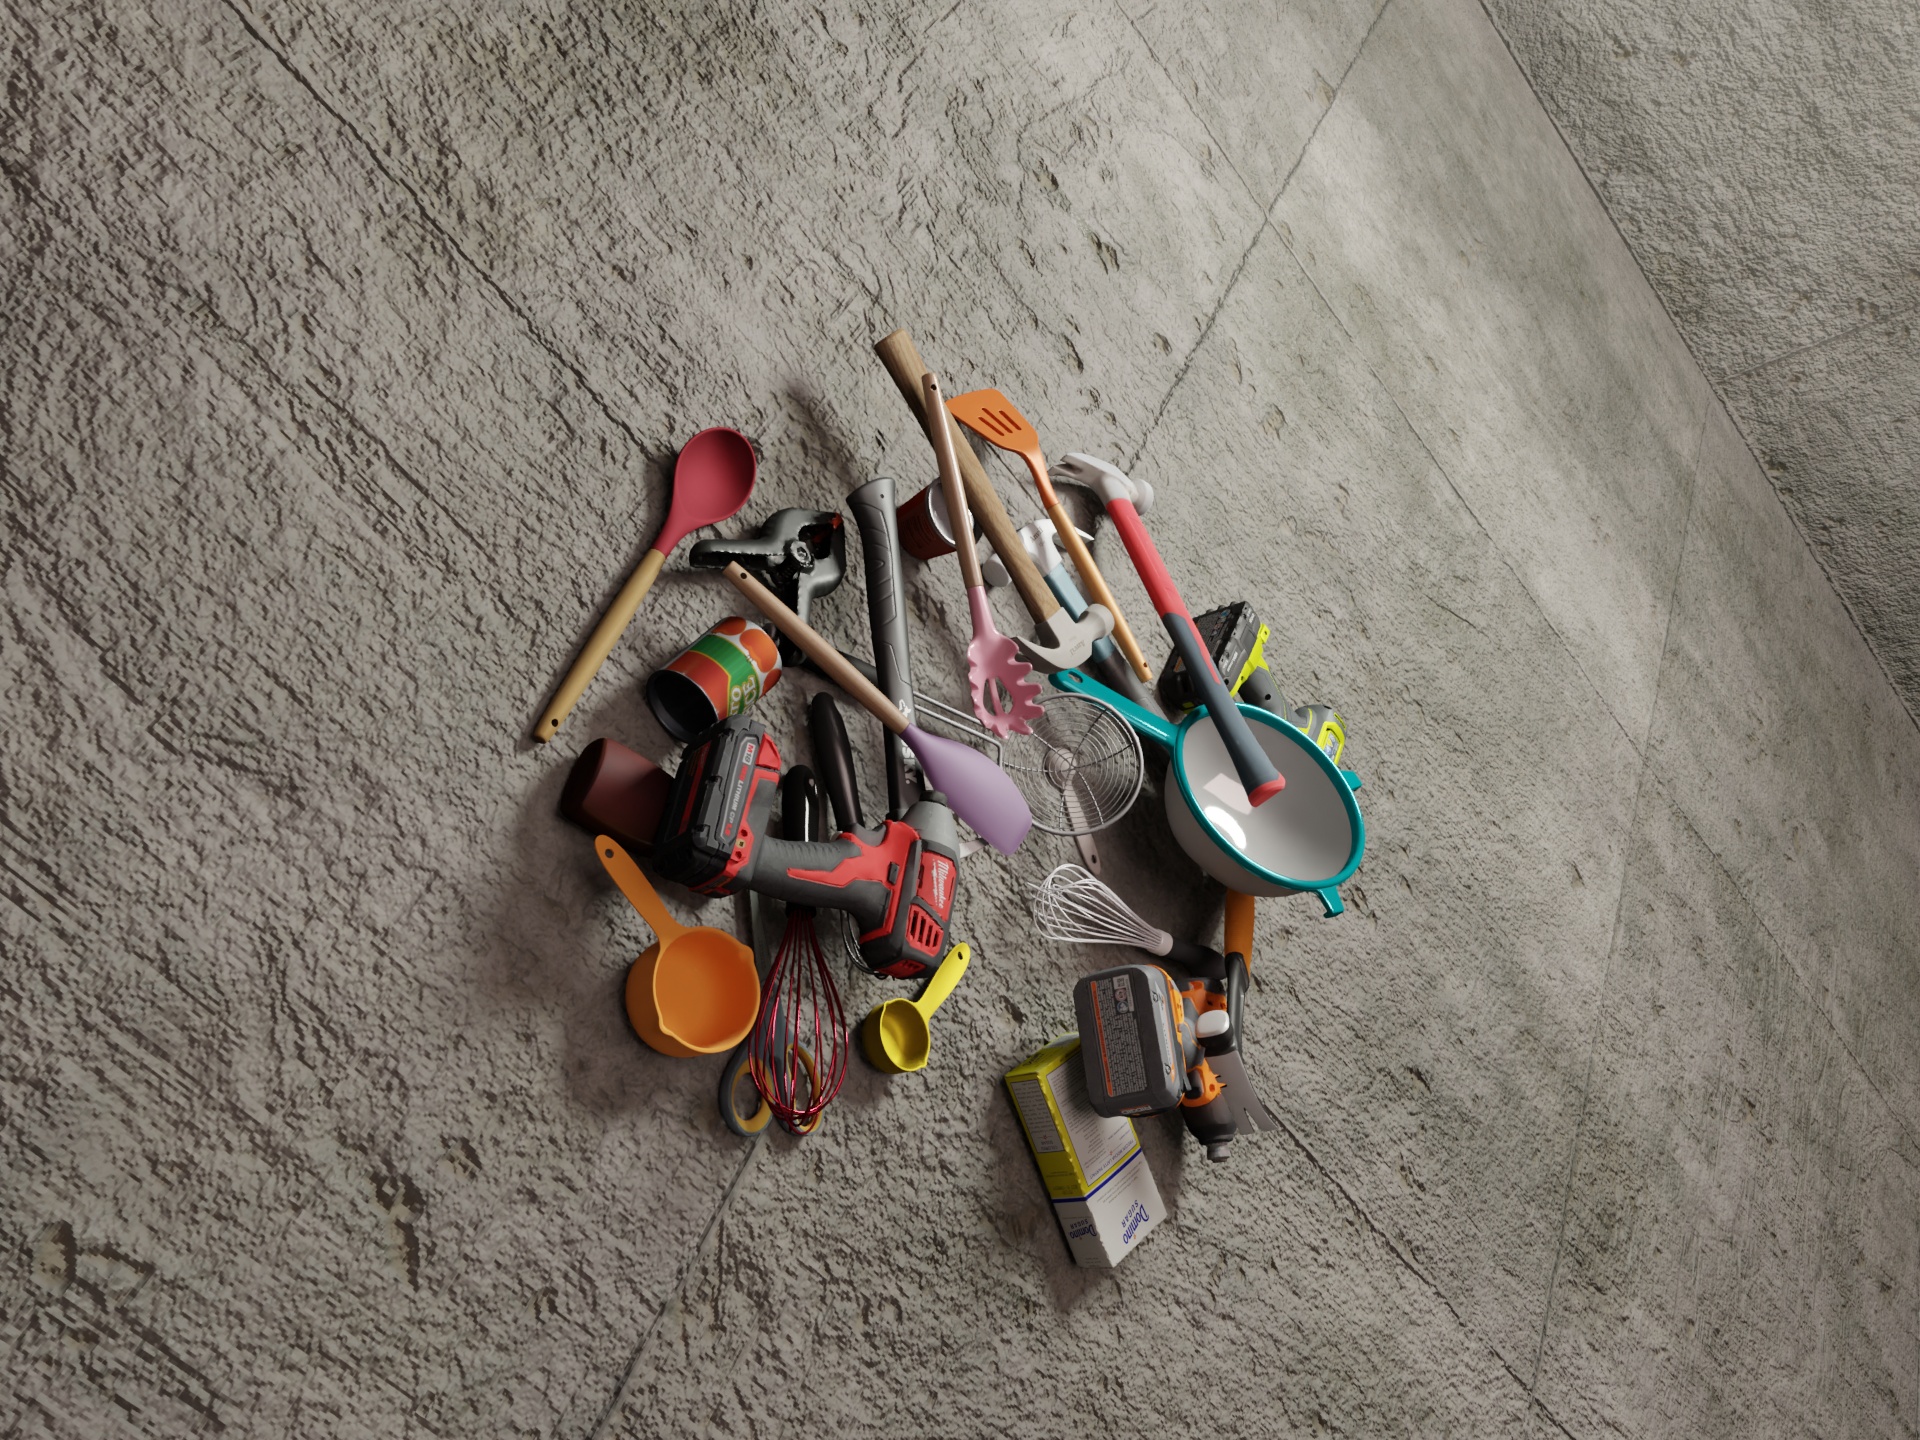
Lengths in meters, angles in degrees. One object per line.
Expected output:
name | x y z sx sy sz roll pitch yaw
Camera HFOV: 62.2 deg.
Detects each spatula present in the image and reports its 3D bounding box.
spatula | 0.093 -0.176 1.495 0.081 0.041 0.322 -27 89 -43
spatula | -0.061 -0.013 1.230 0.315 0.018 0.060 42 57 -13

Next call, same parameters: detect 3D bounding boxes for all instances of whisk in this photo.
whisk | -0.084 0.090 1.262 0.055 0.055 0.239 -1 72 -44
whisk | 0.161 0.194 1.456 0.284 0.070 0.070 28 58 -41
whisk | -0.118 0.160 1.175 0.073 0.073 0.296 25 48 -36

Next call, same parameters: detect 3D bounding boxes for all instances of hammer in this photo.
hammer | 0.199 -0.092 1.506 0.143 0.038 0.387 11 48 -48
hammer | 0.019 -0.188 1.389 0.130 0.031 0.331 -42 106 -44
hammer | 0.260 0.225 1.473 0.127 0.034 0.337 64 22 -24
hammer | 0.147 -0.052 1.542 0.330 0.033 0.128 54 47 -15
hammer | -0.049 -0.040 1.280 0.146 0.035 0.335 3 71 -31

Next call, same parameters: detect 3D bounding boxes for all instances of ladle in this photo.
ladle | -0.238 -0.105 1.195 0.069 0.031 0.316 48 50 -30

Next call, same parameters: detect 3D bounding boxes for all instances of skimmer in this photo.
skimmer | -0.002 -0.004 1.339 0.363 0.090 0.127 24 86 -34

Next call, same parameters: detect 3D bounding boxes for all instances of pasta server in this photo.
pasta server | 0.008 -0.139 1.327 0.060 0.040 0.316 -11 87 -17

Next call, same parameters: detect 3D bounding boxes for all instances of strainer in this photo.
strainer | 0.216 0.060 1.502 0.340 0.095 0.211 30 43 -6

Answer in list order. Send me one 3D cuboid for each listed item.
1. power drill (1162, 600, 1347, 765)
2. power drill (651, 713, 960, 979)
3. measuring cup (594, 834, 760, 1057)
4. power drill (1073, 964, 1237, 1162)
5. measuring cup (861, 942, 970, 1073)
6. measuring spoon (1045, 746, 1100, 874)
power drill | 0.308 0.009 1.645 0.228 0.080 0.191 50 47 -23
power drill | -0.097 0.086 1.138 0.219 0.078 0.143 26 60 -25
measuring cup | -0.213 0.157 1.109 0.173 0.052 0.095 57 45 -8
power drill | 0.184 0.298 1.379 0.226 0.084 0.164 27 50 -58
measuring cup | -0.033 0.227 1.281 0.062 0.029 0.156 59 34 -11
measuring spoon | 0.111 0.083 1.468 0.034 0.018 0.124 -19 90 -46
